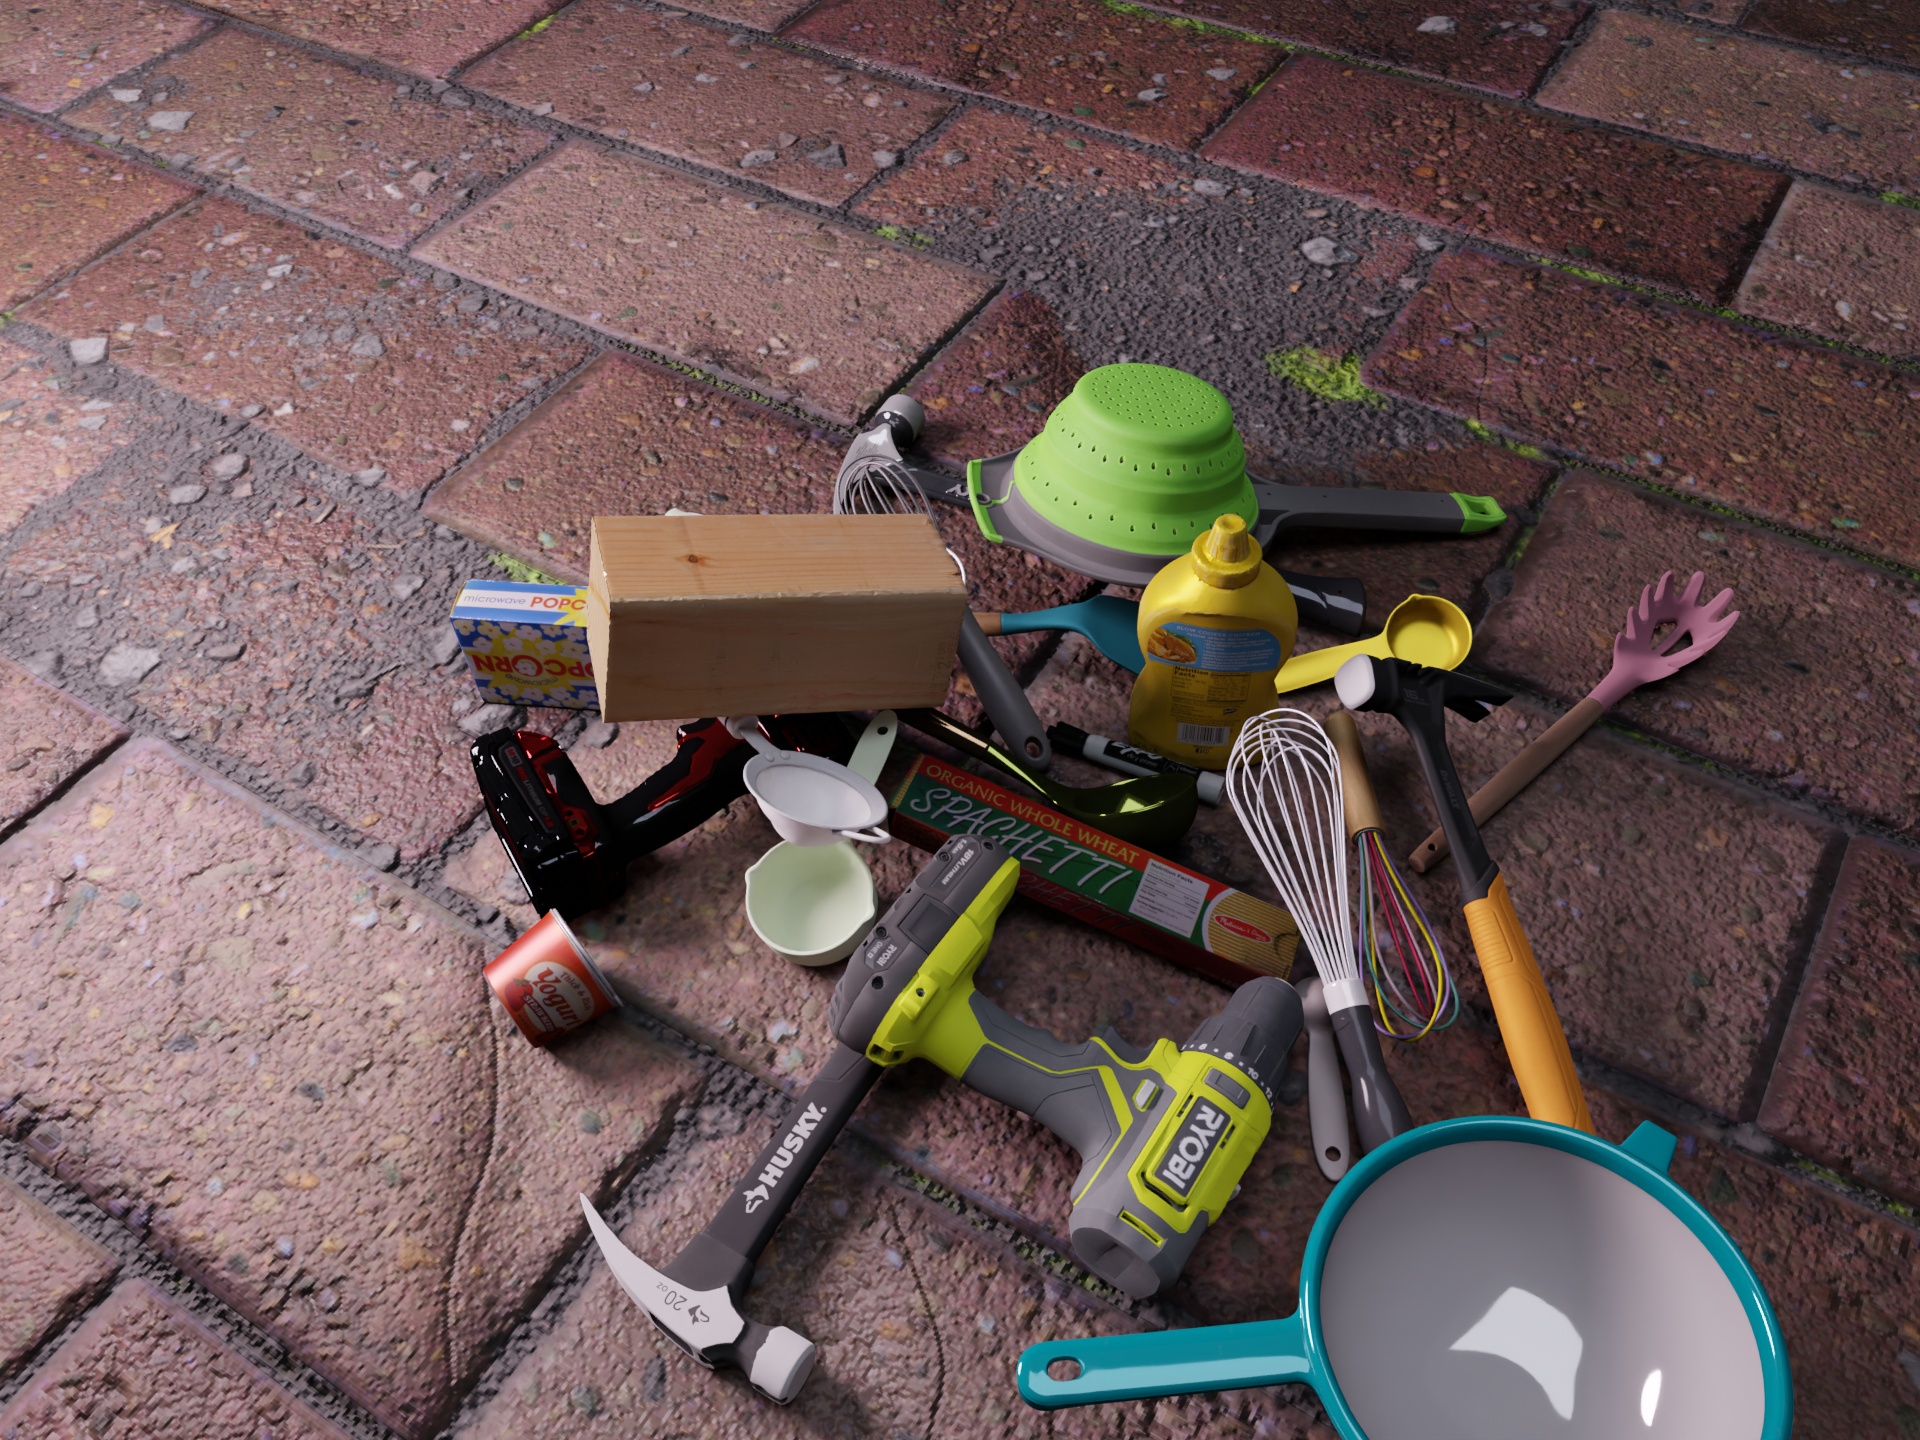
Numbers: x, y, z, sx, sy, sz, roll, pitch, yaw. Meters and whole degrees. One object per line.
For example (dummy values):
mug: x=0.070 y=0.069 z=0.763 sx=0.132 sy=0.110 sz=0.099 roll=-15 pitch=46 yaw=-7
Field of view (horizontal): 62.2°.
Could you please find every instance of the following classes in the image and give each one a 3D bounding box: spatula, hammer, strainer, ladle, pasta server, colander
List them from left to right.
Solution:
strainer: x=-0.126 y=0.008 z=0.954 sx=0.086 sy=0.050 sz=0.259 roll=-4 pitch=40 yaw=-46
hammer: x=-0.066 y=0.193 z=0.882 sx=0.146 sy=0.035 sz=0.335 roll=23 pitch=54 yaw=20
ladle: x=-0.002 y=-0.003 z=0.998 sx=0.320 sy=0.062 sz=0.078 roll=27 pitch=22 yaw=10
spatula: x=0.002 y=-0.056 z=1.082 sx=0.317 sy=0.044 sz=0.082 roll=0 pitch=51 yaw=1
hammer: x=0.096 y=-0.134 z=1.158 sx=0.409 sy=0.036 sz=0.149 roll=19 pitch=54 yaw=17
colander: x=0.207 y=-0.184 z=1.121 sx=0.397 sy=0.094 sz=0.205 roll=1 pitch=39 yaw=-10
strainer: x=0.197 y=0.305 z=0.740 sx=0.340 sy=0.095 sz=0.211 roll=-5 pitch=47 yaw=0
hammer: x=0.306 y=0.116 z=0.901 sx=0.127 sy=0.034 sz=0.337 roll=10 pitch=55 yaw=-30
pasta server: x=0.396 y=0.000 z=1.030 sx=0.316 sy=0.040 sz=0.060 roll=-35 pitch=59 yaw=-24

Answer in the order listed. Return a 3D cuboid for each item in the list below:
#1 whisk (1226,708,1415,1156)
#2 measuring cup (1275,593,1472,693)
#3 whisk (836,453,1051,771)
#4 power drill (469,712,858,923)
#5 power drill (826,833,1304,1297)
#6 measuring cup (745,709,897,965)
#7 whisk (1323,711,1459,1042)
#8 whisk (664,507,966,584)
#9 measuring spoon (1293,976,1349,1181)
whisk: x=0.206 y=0.124 z=0.891 sx=0.070 sy=0.070 sz=0.285 roll=-9 pitch=66 yaw=-6
measuring cup: x=0.268 y=-0.040 z=1.080 sx=0.156 sy=0.029 sz=0.062 roll=-16 pitch=70 yaw=5
whisk: x=-0.008 y=-0.069 z=1.040 sx=0.055 sy=0.055 sz=0.239 roll=-29 pitch=85 yaw=-21
power drill: x=-0.184 y=0.027 z=1.004 sx=0.219 sy=0.078 sz=0.143 roll=-23 pitch=54 yaw=-21
power drill: x=0.063 y=0.165 z=0.853 sx=0.228 sy=0.080 sz=0.191 roll=34 pitch=54 yaw=10
measuring cup: x=-0.071 y=0.071 z=0.964 sx=0.083 sy=0.038 sz=0.168 roll=15 pitch=64 yaw=15
whisk: x=0.254 y=0.086 z=0.959 sx=0.051 sy=0.047 sz=0.245 roll=-3 pitch=46 yaw=1
whisk: x=-0.109 y=-0.119 z=1.145 sx=0.246 sy=0.057 sz=0.059 roll=15 pitch=83 yaw=20
measuring spoon: x=0.203 y=0.194 z=0.882 sx=0.034 sy=0.018 sz=0.124 roll=2 pitch=50 yaw=3
